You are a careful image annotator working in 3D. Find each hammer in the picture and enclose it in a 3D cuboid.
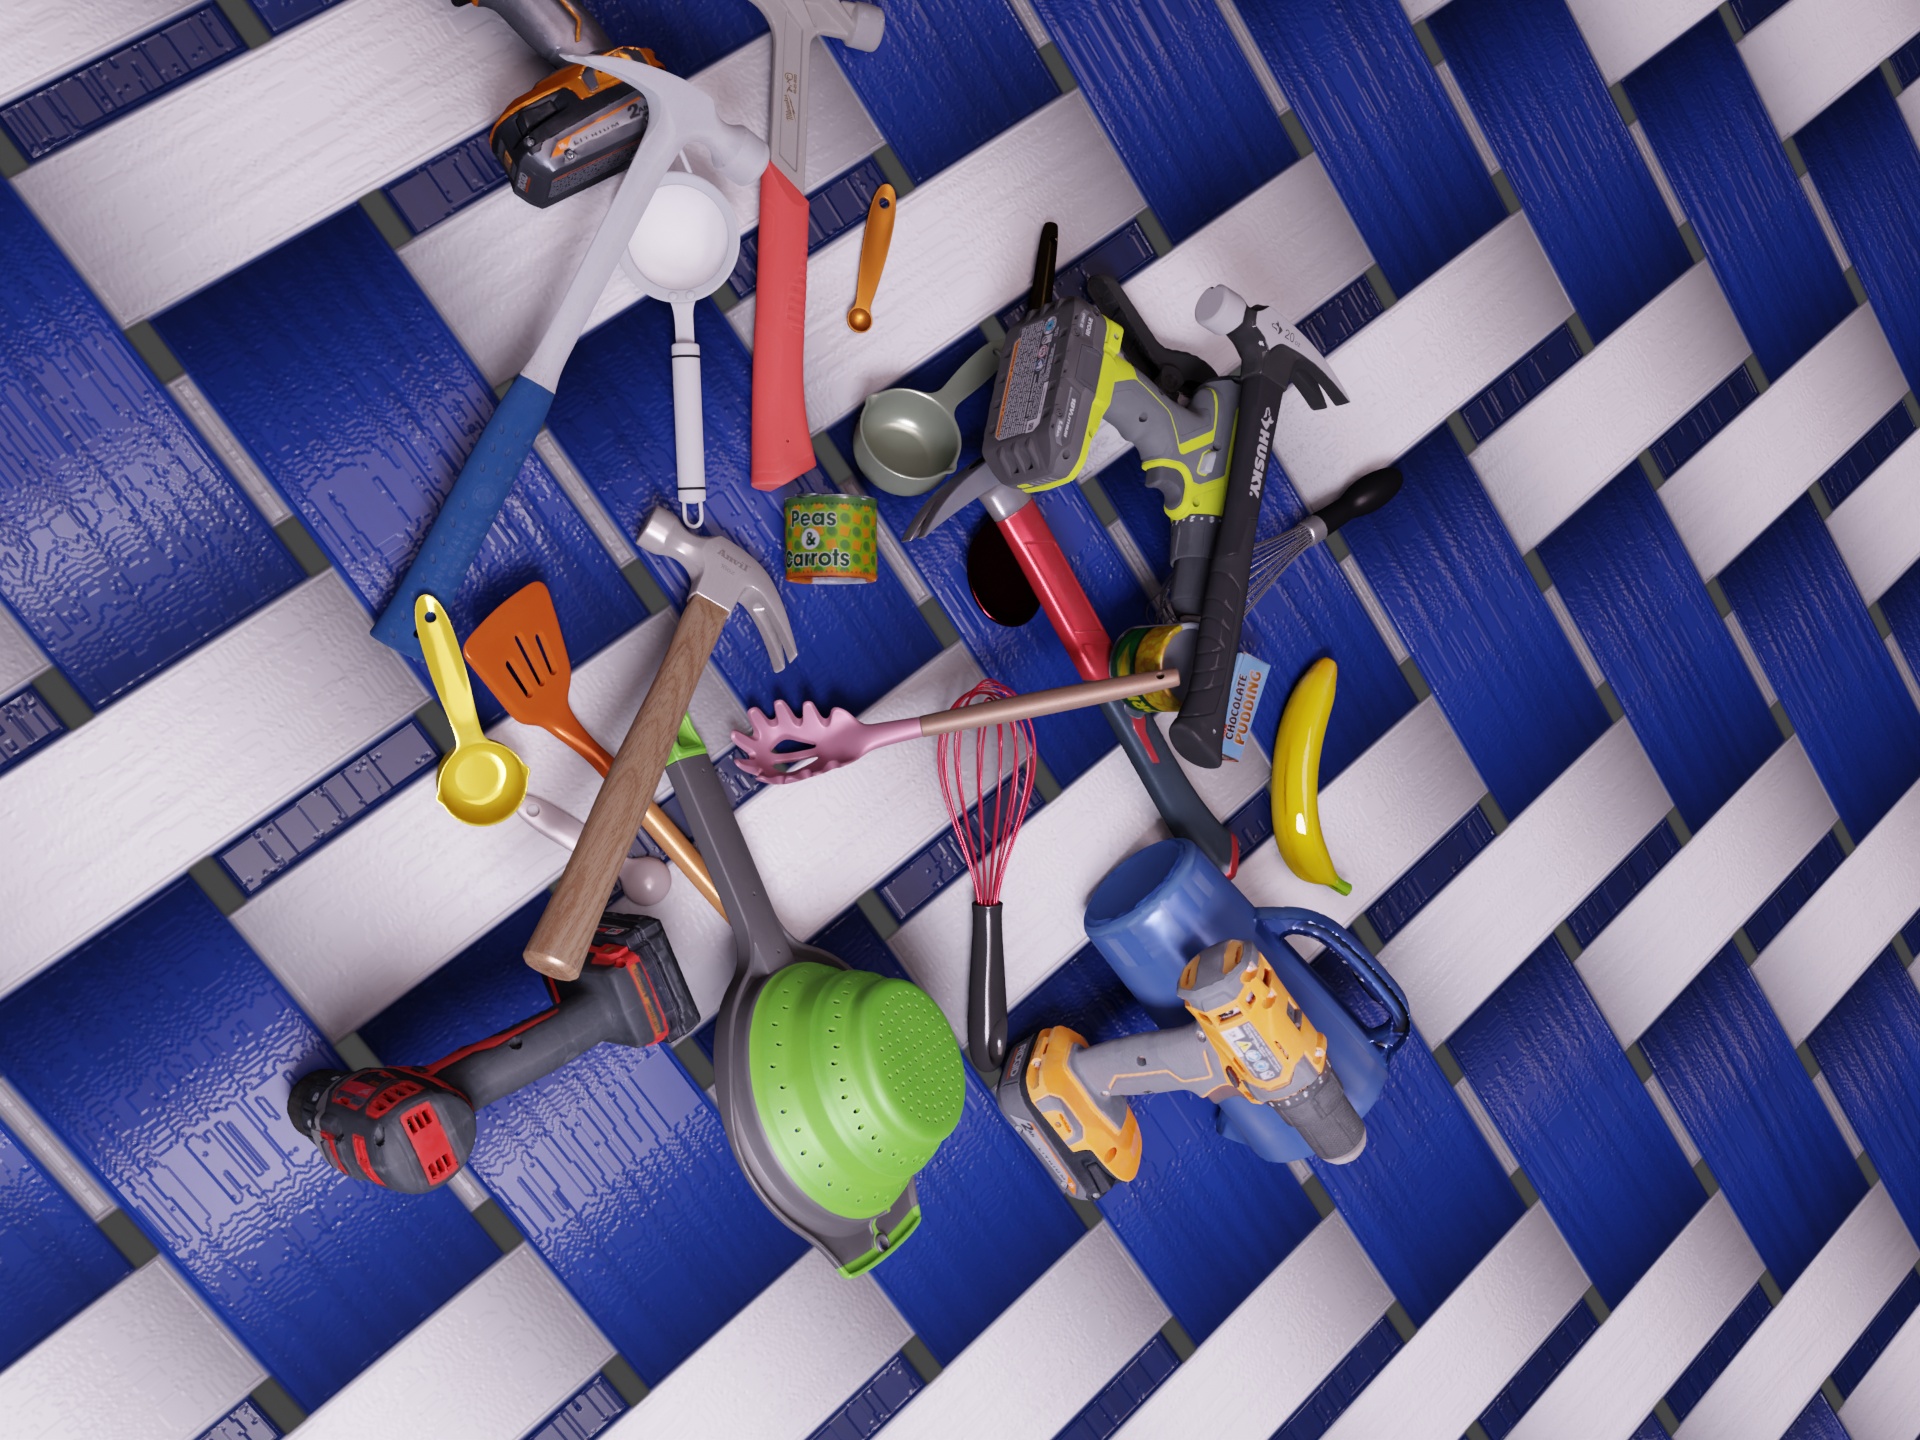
[{"bbox_3d":[-0.199,0.016,1.028,0.130,0.031,0.331,30,55,-19],"label":"hammer"},{"bbox_3d":[0.201,-0.130,1.135,0.146,0.035,0.335,20,75,-37],"label":"hammer"},{"bbox_3d":[-0.134,-0.343,1.120,0.149,0.037,0.359,3,88,-23],"label":"hammer"},{"bbox_3d":[-0.270,-0.227,1.013,0.144,0.035,0.405,26,93,-44],"label":"hammer"},{"bbox_3d":[0.101,-0.023,1.195,0.143,0.038,0.386,-41,111,-28],"label":"hammer"}]

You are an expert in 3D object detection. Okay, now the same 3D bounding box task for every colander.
[{"bbox_3d":[-0.095,0.162,1.065,0.204,0.094,0.397,-15,80,-62],"label":"colander"}]

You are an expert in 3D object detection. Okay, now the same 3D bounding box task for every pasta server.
[{"bbox_3d":[-0.002,-0.004,1.118,0.316,0.040,0.060,-11,67,1],"label":"pasta server"}]

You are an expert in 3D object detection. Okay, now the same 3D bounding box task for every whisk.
[{"bbox_3d":[0.019,0.116,1.176,0.073,0.073,0.296,-3,97,-23],"label":"whisk"},{"bbox_3d":[0.260,-0.139,1.278,0.284,0.070,0.070,-33,102,-24],"label":"whisk"}]

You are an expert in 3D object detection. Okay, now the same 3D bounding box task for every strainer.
[{"bbox_3d":[-0.191,-0.262,1.095,0.087,0.050,0.258,-1,97,2],"label":"strainer"}]

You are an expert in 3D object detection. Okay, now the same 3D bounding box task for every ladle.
[{"bbox_3d":[0.048,-0.225,1.202,0.069,0.031,0.315,11,84,-32],"label":"ladle"}]

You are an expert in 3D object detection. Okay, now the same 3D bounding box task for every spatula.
[{"bbox_3d":[-0.215,0.054,1.082,0.322,0.041,0.081,52,47,-16],"label":"spatula"}]

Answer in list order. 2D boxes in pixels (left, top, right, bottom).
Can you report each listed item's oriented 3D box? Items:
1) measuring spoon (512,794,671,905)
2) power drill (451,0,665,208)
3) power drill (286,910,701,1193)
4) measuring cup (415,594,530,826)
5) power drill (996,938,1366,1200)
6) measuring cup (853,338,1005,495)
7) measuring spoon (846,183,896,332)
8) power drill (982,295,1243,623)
[{"bbox_3d":[-0.249,0.087,1.080,0.124,0.018,0.034,35,77,-18],"label":"measuring spoon"},{"bbox_3d":[-0.300,-0.456,1.028,0.164,0.084,0.226,-33,98,-19],"label":"power drill"},{"bbox_3d":[-0.300,0.206,0.996,0.227,0.188,0.080,-31,107,-39],"label":"power drill"},{"bbox_3d":[-0.326,-0.007,1.031,0.062,0.029,0.156,-19,106,-22],"label":"measuring cup"},{"bbox_3d":[0.164,0.272,1.150,0.185,0.226,0.084,53,28,-15],"label":"power drill"},{"bbox_3d":[-0.016,-0.227,1.173,0.083,0.038,0.168,41,58,0],"label":"measuring cup"},{"bbox_3d":[-0.065,-0.338,1.165,0.021,0.011,0.117,14,81,-22],"label":"measuring spoon"},{"bbox_3d":[0.130,-0.185,1.149,0.228,0.080,0.191,21,74,-35],"label":"power drill"}]
